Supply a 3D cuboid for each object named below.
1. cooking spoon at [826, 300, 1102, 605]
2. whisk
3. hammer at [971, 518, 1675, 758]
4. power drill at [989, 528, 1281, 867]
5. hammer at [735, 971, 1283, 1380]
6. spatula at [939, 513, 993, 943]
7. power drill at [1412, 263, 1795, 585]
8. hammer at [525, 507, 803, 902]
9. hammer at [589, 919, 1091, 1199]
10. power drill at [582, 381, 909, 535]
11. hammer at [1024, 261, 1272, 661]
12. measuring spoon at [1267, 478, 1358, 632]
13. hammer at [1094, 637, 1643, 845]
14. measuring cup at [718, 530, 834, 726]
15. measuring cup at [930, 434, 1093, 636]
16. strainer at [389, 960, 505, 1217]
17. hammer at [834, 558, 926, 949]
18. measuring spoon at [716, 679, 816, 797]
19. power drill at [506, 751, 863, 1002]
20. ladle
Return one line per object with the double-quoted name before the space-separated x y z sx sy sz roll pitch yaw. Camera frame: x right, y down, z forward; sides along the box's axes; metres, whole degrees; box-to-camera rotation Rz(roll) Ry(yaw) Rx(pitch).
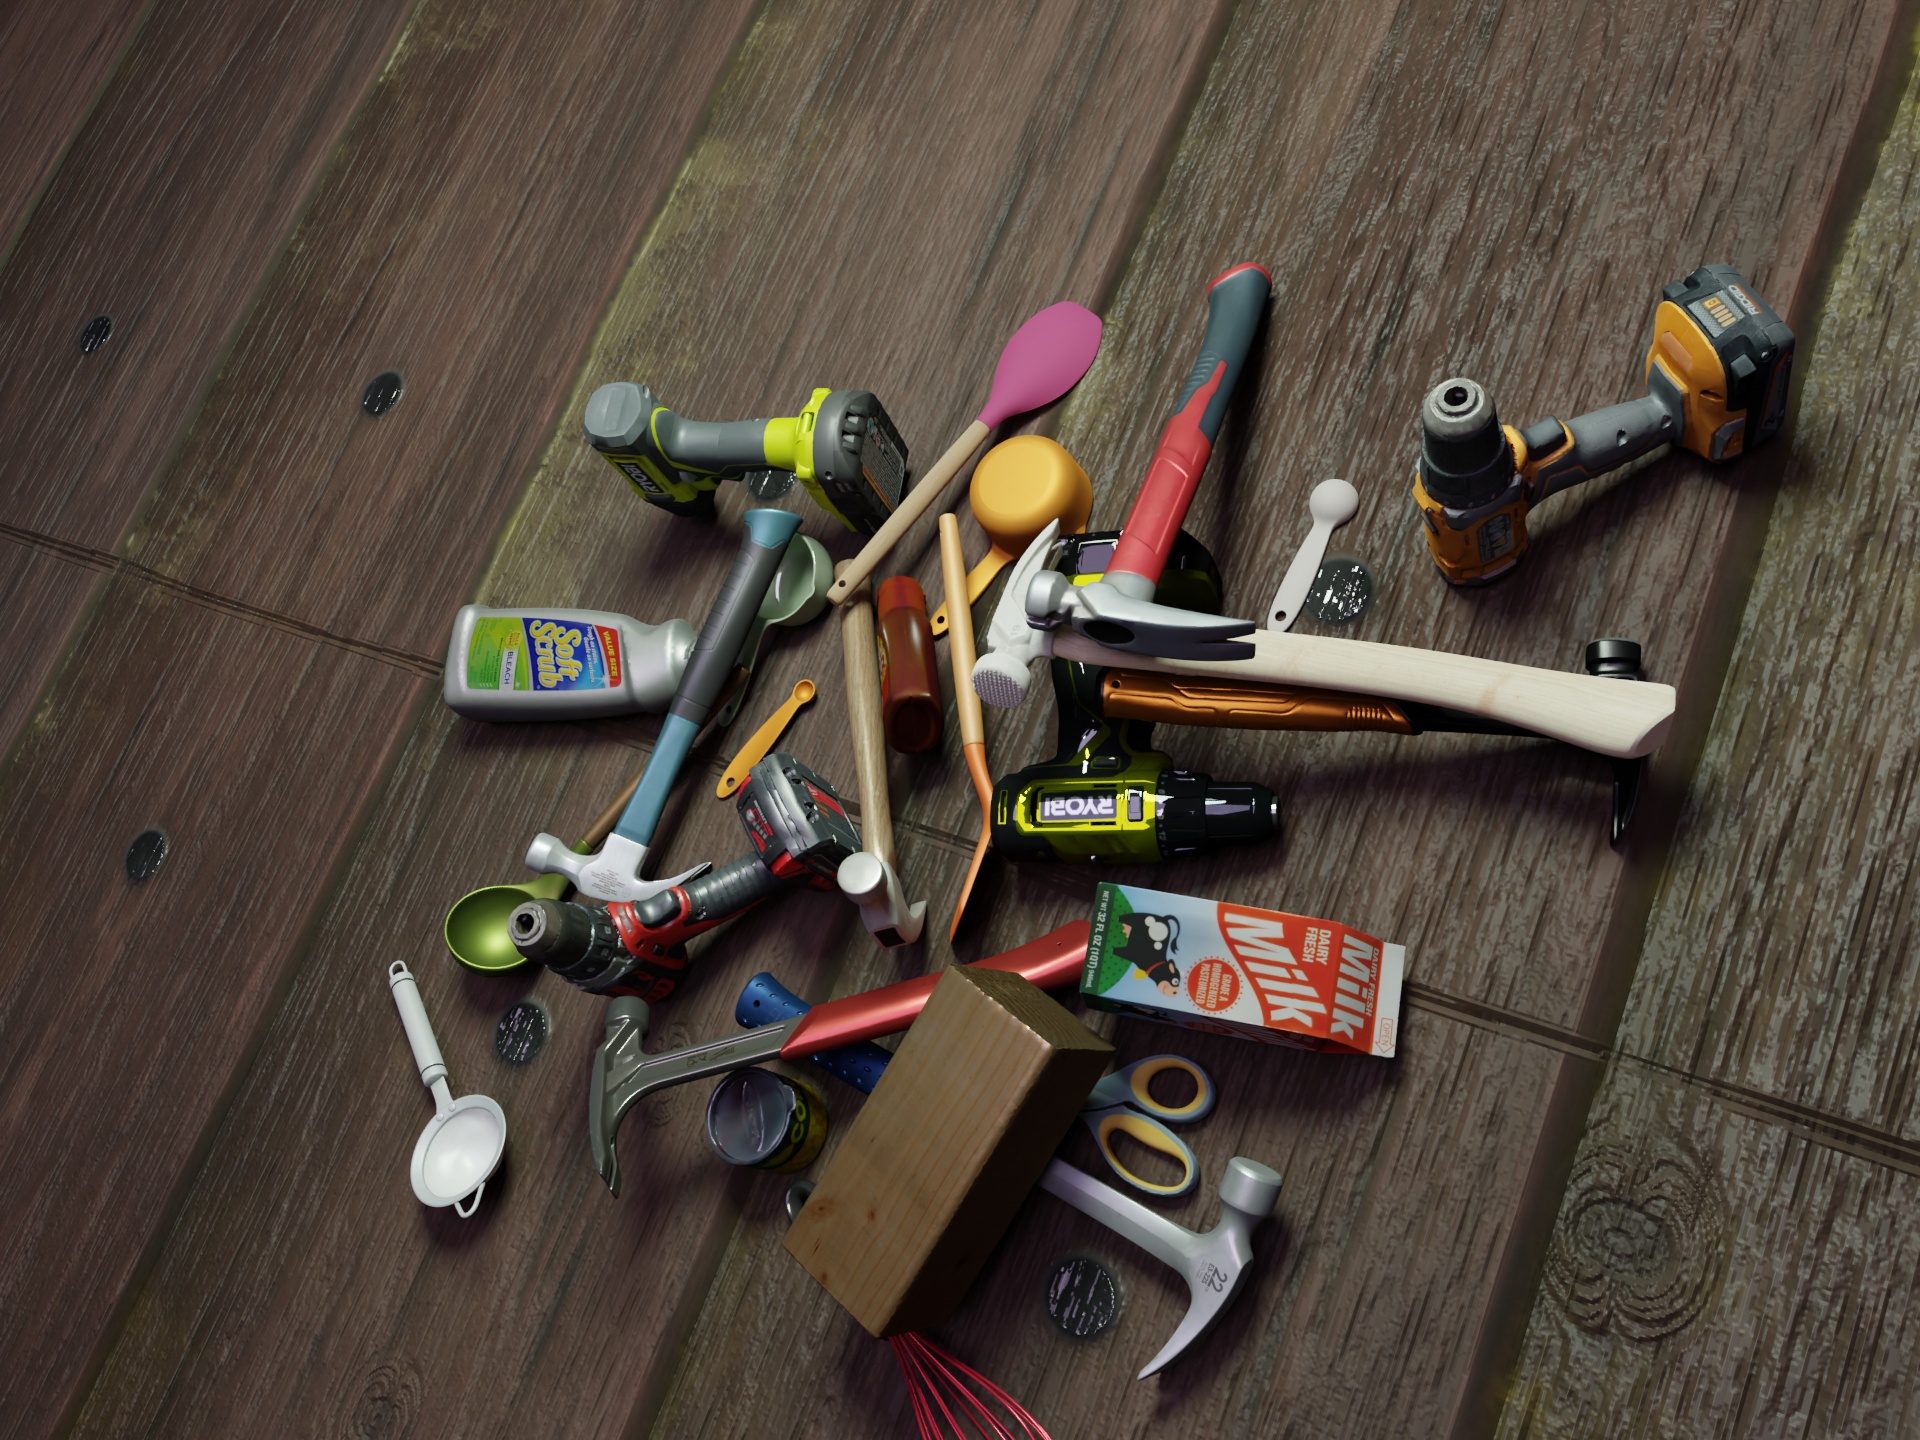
"cooking spoon" 0.002 -0.209 1.232 0.069 0.017 0.319 35 76 19
"whisk" -0.030 0.399 1.006 0.073 0.073 0.296 -48 52 0
"hammer" 0.221 -0.043 0.987 0.411 0.038 0.146 10 52 18
"power drill" 0.123 -0.012 1.091 0.190 0.080 0.229 -3 70 19
"hammer" 0.005 0.272 1.043 0.406 0.035 0.144 22 91 33
"spatula" -0.002 -0.004 1.143 0.041 0.081 0.323 -4 69 -7
"power drill" 0.385 -0.188 0.979 0.226 0.185 0.084 -28 59 9
"hammer" -0.207 -0.014 1.222 0.128 0.033 0.331 24 85 0
"hammer" -0.072 0.206 1.058 0.359 0.036 0.149 -15 39 3
"power drill" -0.163 -0.203 1.259 0.223 0.171 0.080 5 73 18
"hammer" 0.171 -0.189 1.080 0.143 0.038 0.387 11 51 18
"measuring spoon" 0.242 -0.116 1.110 0.034 0.018 0.124 21 80 30
"hammer" 0.252 0.000 1.005 0.337 0.034 0.127 4 71 12
"measuring cup" -0.152 -0.071 1.273 0.083 0.038 0.167 27 99 33
"measuring cup" 0.024 -0.140 1.201 0.095 0.052 0.173 39 88 32
"strainer" -0.404 0.283 1.236 0.087 0.050 0.259 -37 53 0
"hammer" -0.066 0.015 1.158 0.031 0.129 0.332 -13 53 7
"measuring spoon" -0.151 0.016 1.247 0.117 0.011 0.021 -50 57 3
"power drill" -0.192 0.118 1.122 0.226 0.187 0.080 -33 66 5
"ladle" -0.280 0.074 1.245 0.078 0.062 0.320 43 93 22
